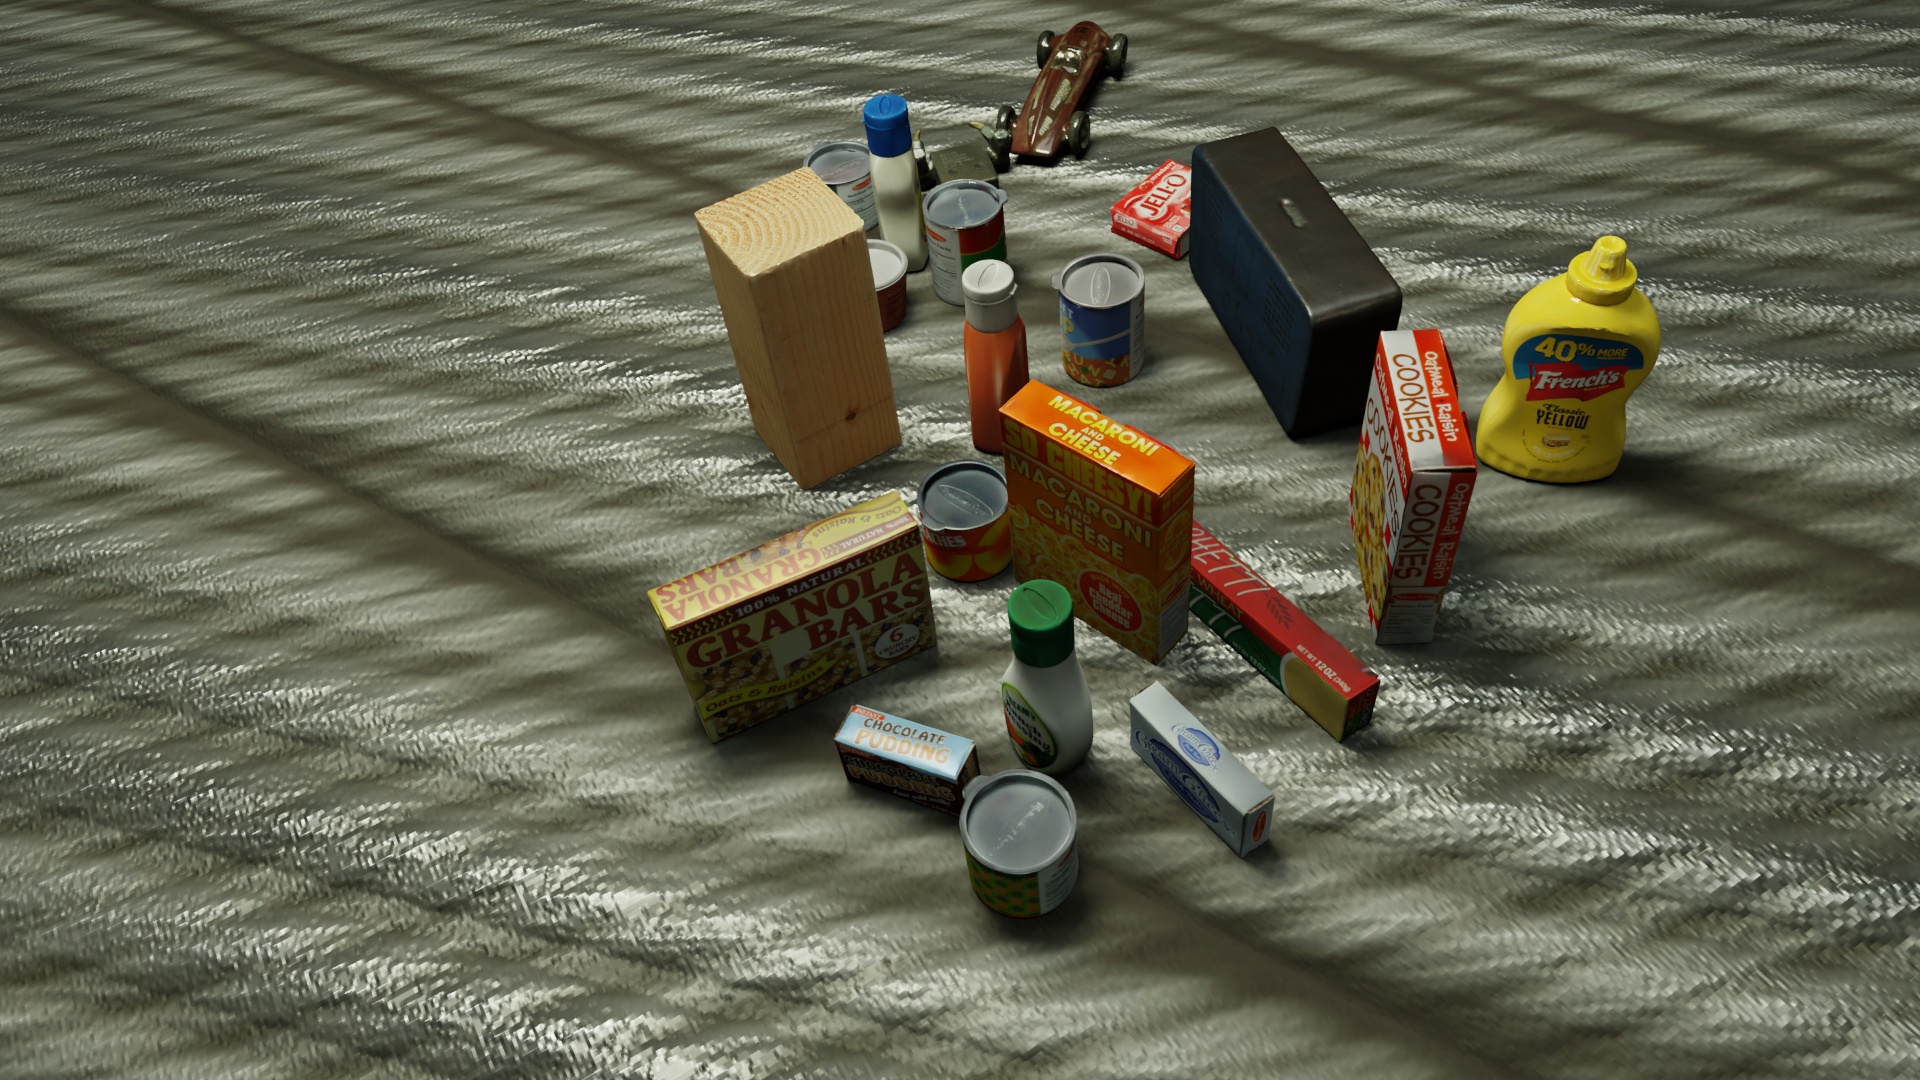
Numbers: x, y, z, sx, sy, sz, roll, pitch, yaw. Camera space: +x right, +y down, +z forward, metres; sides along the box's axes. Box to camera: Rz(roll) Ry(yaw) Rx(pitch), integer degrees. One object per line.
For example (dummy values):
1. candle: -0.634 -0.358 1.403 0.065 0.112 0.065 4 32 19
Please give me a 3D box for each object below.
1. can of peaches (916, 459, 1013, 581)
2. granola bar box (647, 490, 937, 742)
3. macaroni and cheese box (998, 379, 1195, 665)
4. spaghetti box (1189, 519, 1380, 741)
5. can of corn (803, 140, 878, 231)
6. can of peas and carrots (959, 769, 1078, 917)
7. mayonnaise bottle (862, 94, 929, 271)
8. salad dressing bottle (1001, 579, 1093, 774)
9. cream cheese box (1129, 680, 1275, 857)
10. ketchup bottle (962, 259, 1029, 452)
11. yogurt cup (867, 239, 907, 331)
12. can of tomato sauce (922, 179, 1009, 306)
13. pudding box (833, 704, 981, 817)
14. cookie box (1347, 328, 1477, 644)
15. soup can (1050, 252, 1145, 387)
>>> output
1. can of peaches: 0.003 -0.012 0.969 0.071 0.057 0.071 -3 49 4
2. granola bar box: -0.100 0.050 0.883 0.166 0.123 0.039 -23 51 -13
3. macaroni and cheese box: 0.087 -0.011 0.887 0.124 0.165 0.040 31 59 29
4. spaghetti box: 0.172 0.032 0.917 0.029 0.050 0.251 -31 53 -19
5. can of corn: -0.105 -0.318 1.249 0.071 0.058 0.071 -3 49 4
6. can of peas and carrots: 0.033 0.174 0.802 0.071 0.058 0.071 -3 49 4
7. mayonnaise bottle: -0.054 -0.301 1.169 0.041 0.147 0.065 -5 49 3
8. salad dressing bottle: 0.050 0.082 0.823 0.044 0.146 0.064 -32 53 -20
9. cream cheese box: 0.141 0.136 0.828 0.024 0.053 0.104 -31 53 -19
10. ketchup bottle: 0.026 -0.135 1.015 0.043 0.148 0.065 11 51 16
11. yogurt cup: -0.075 -0.209 1.153 0.072 0.053 0.073 -3 49 4
12. can of tomato sauce: 0.007 -0.248 1.159 0.071 0.082 0.071 -3 49 4
13. pudding box: -0.031 0.135 0.850 0.084 0.049 0.030 15 52 19
14. cookie box: 0.284 -0.032 0.883 0.040 0.166 0.123 -2 49 5
15. soup can: 0.107 -0.171 1.080 0.071 0.083 0.072 -3 49 4
